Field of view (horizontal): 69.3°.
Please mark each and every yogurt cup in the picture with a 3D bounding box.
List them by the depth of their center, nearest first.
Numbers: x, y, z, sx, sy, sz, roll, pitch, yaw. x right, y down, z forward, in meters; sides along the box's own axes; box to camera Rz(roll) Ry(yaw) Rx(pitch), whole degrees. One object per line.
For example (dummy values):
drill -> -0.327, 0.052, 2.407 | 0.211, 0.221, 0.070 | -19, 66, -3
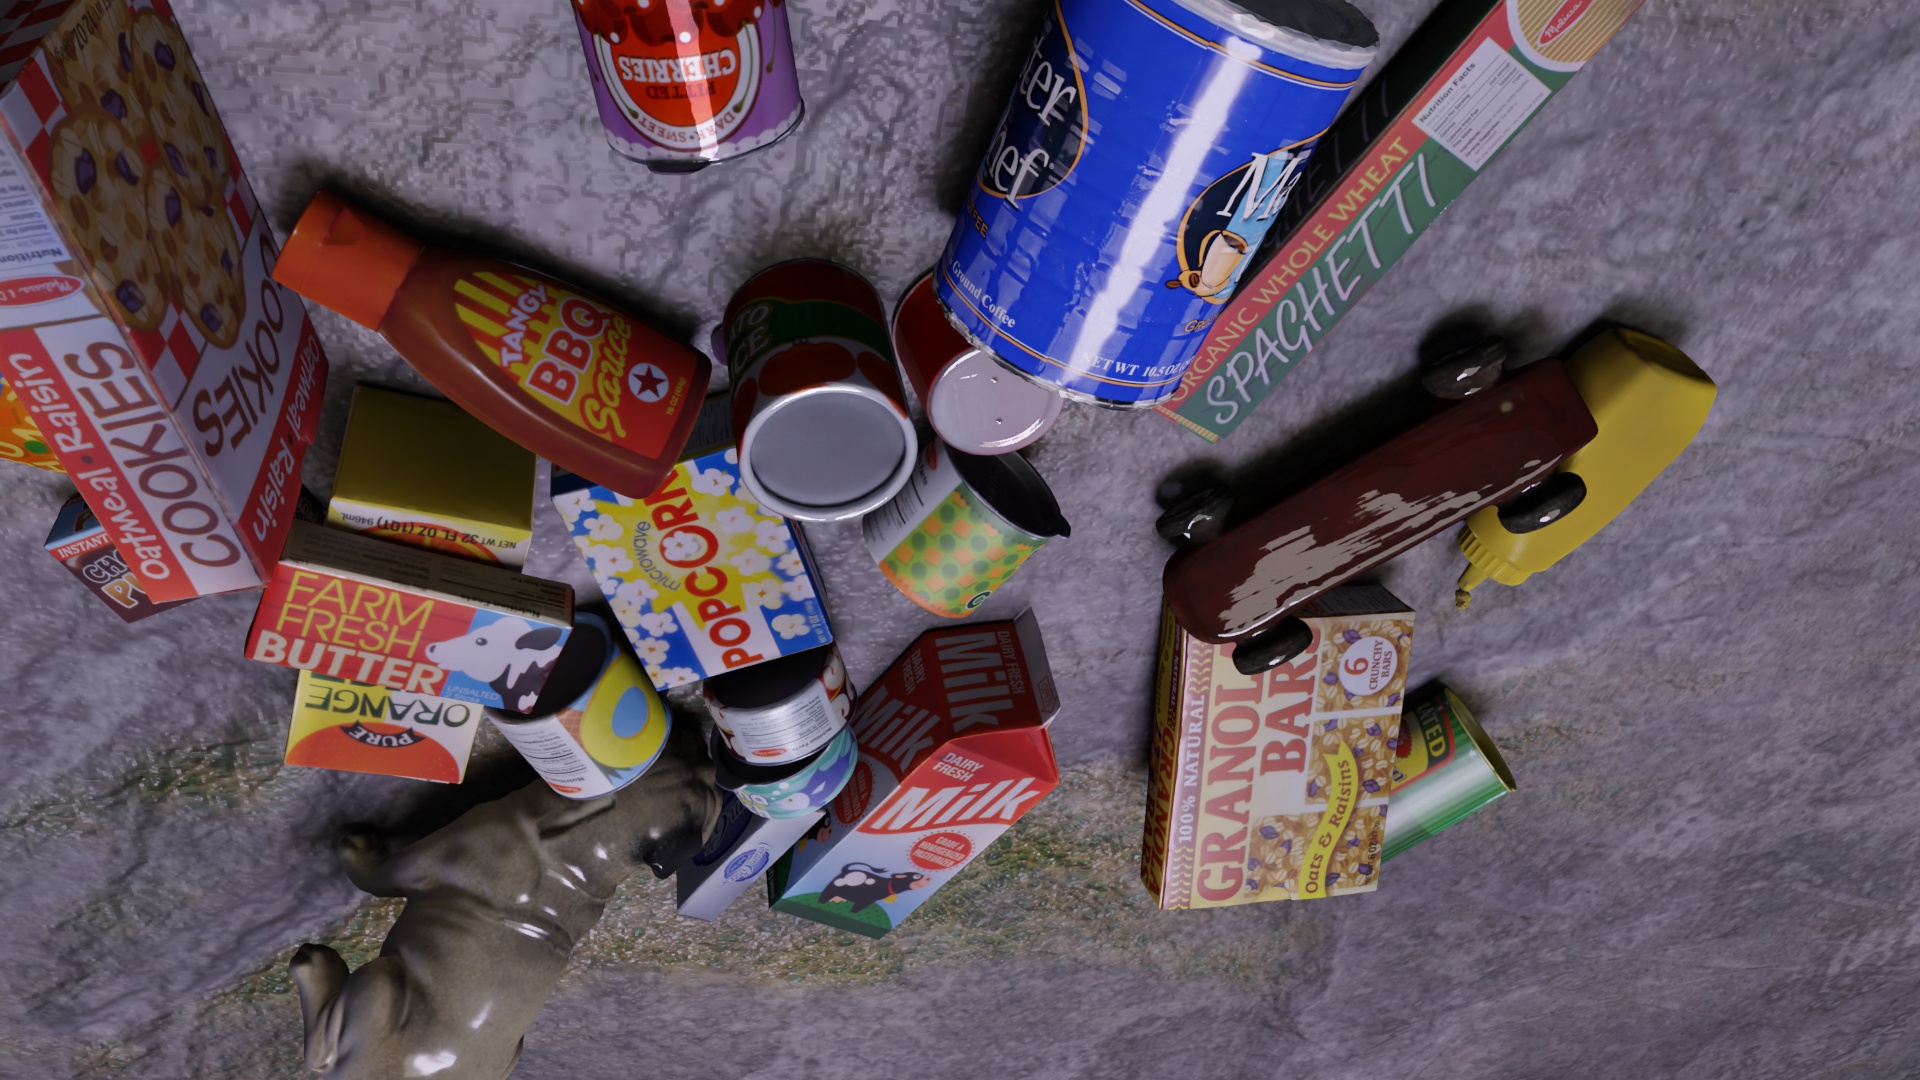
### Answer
yogurt cup -> 0.010, -0.071, 0.553 | 0.072, 0.054, 0.072 | -7, 132, -7

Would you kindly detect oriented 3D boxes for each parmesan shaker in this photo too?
parmesan shaker -> 0.253, 0.141, 0.793 | 0.103, 0.071, 0.071 | -36, 130, 19

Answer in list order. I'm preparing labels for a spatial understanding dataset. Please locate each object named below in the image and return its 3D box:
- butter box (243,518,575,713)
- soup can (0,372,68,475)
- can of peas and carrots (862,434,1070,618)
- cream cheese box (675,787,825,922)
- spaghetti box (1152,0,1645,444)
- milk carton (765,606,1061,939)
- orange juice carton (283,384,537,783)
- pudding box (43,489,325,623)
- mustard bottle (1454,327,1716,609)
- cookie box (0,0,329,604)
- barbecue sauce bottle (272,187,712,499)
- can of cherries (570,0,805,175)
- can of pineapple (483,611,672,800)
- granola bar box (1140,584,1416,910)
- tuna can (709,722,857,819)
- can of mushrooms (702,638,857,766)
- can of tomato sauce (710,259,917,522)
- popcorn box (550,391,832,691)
butter box -> -0.200, 0.029, 0.509 | 0.103, 0.024, 0.053 | 16, 126, -26
soup can -> -0.330, -0.060, 0.469 | 0.084, 0.072, 0.071 | 17, 125, -27
can of peas and carrots -> 0.002, -0.008, 0.599 | 0.071, 0.071, 0.058 | 28, 121, -33
cream cheese box -> -0.112, 0.147, 0.720 | 0.024, 0.053, 0.103 | 26, 121, -34
spaghetti box -> 0.163, -0.140, 0.546 | 0.050, 0.029, 0.249 | 24, 122, -31
milk carton -> -0.018, 0.116, 0.703 | 0.073, 0.073, 0.189 | 26, 120, -31
orange juice carton -> -0.231, 0.036, 0.577 | 0.072, 0.073, 0.191 | 11, 128, -23
pudding box -> -0.306, -0.005, 0.551 | 0.084, 0.030, 0.049 | -19, 132, 3
mustard bottle -> 0.283, -0.026, 0.666 | 0.065, 0.049, 0.159 | 14, 127, -24
cookie box -> -0.252, -0.082, 0.430 | 0.040, 0.123, 0.166 | -9, 133, -5
barbecue sauce bottle -> -0.168, -0.073, 0.504 | 0.148, 0.065, 0.043 | 28, 149, -23
can of cherries -> -0.086, -0.158, 0.439 | 0.071, 0.072, 0.058 | -10, 133, -5
can of pineapple -> -0.173, 0.073, 0.632 | 0.071, 0.071, 0.057 | -20, 133, 4
granola bar box -> 0.163, 0.109, 0.724 | 0.124, 0.039, 0.165 | -2, 109, -12
tuna can -> -0.086, 0.101, 0.674 | 0.071, 0.071, 0.032 | -18, 133, 3
can of mushrooms -> -0.085, 0.069, 0.649 | 0.071, 0.071, 0.033 | -17, 123, 2
can of tomato sauce -> -0.057, -0.057, 0.529 | 0.071, 0.083, 0.070 | -7, 133, -8
popcorn box -> -0.113, 0.003, 0.600 | 0.085, 0.038, 0.126 | -15, 133, 0
